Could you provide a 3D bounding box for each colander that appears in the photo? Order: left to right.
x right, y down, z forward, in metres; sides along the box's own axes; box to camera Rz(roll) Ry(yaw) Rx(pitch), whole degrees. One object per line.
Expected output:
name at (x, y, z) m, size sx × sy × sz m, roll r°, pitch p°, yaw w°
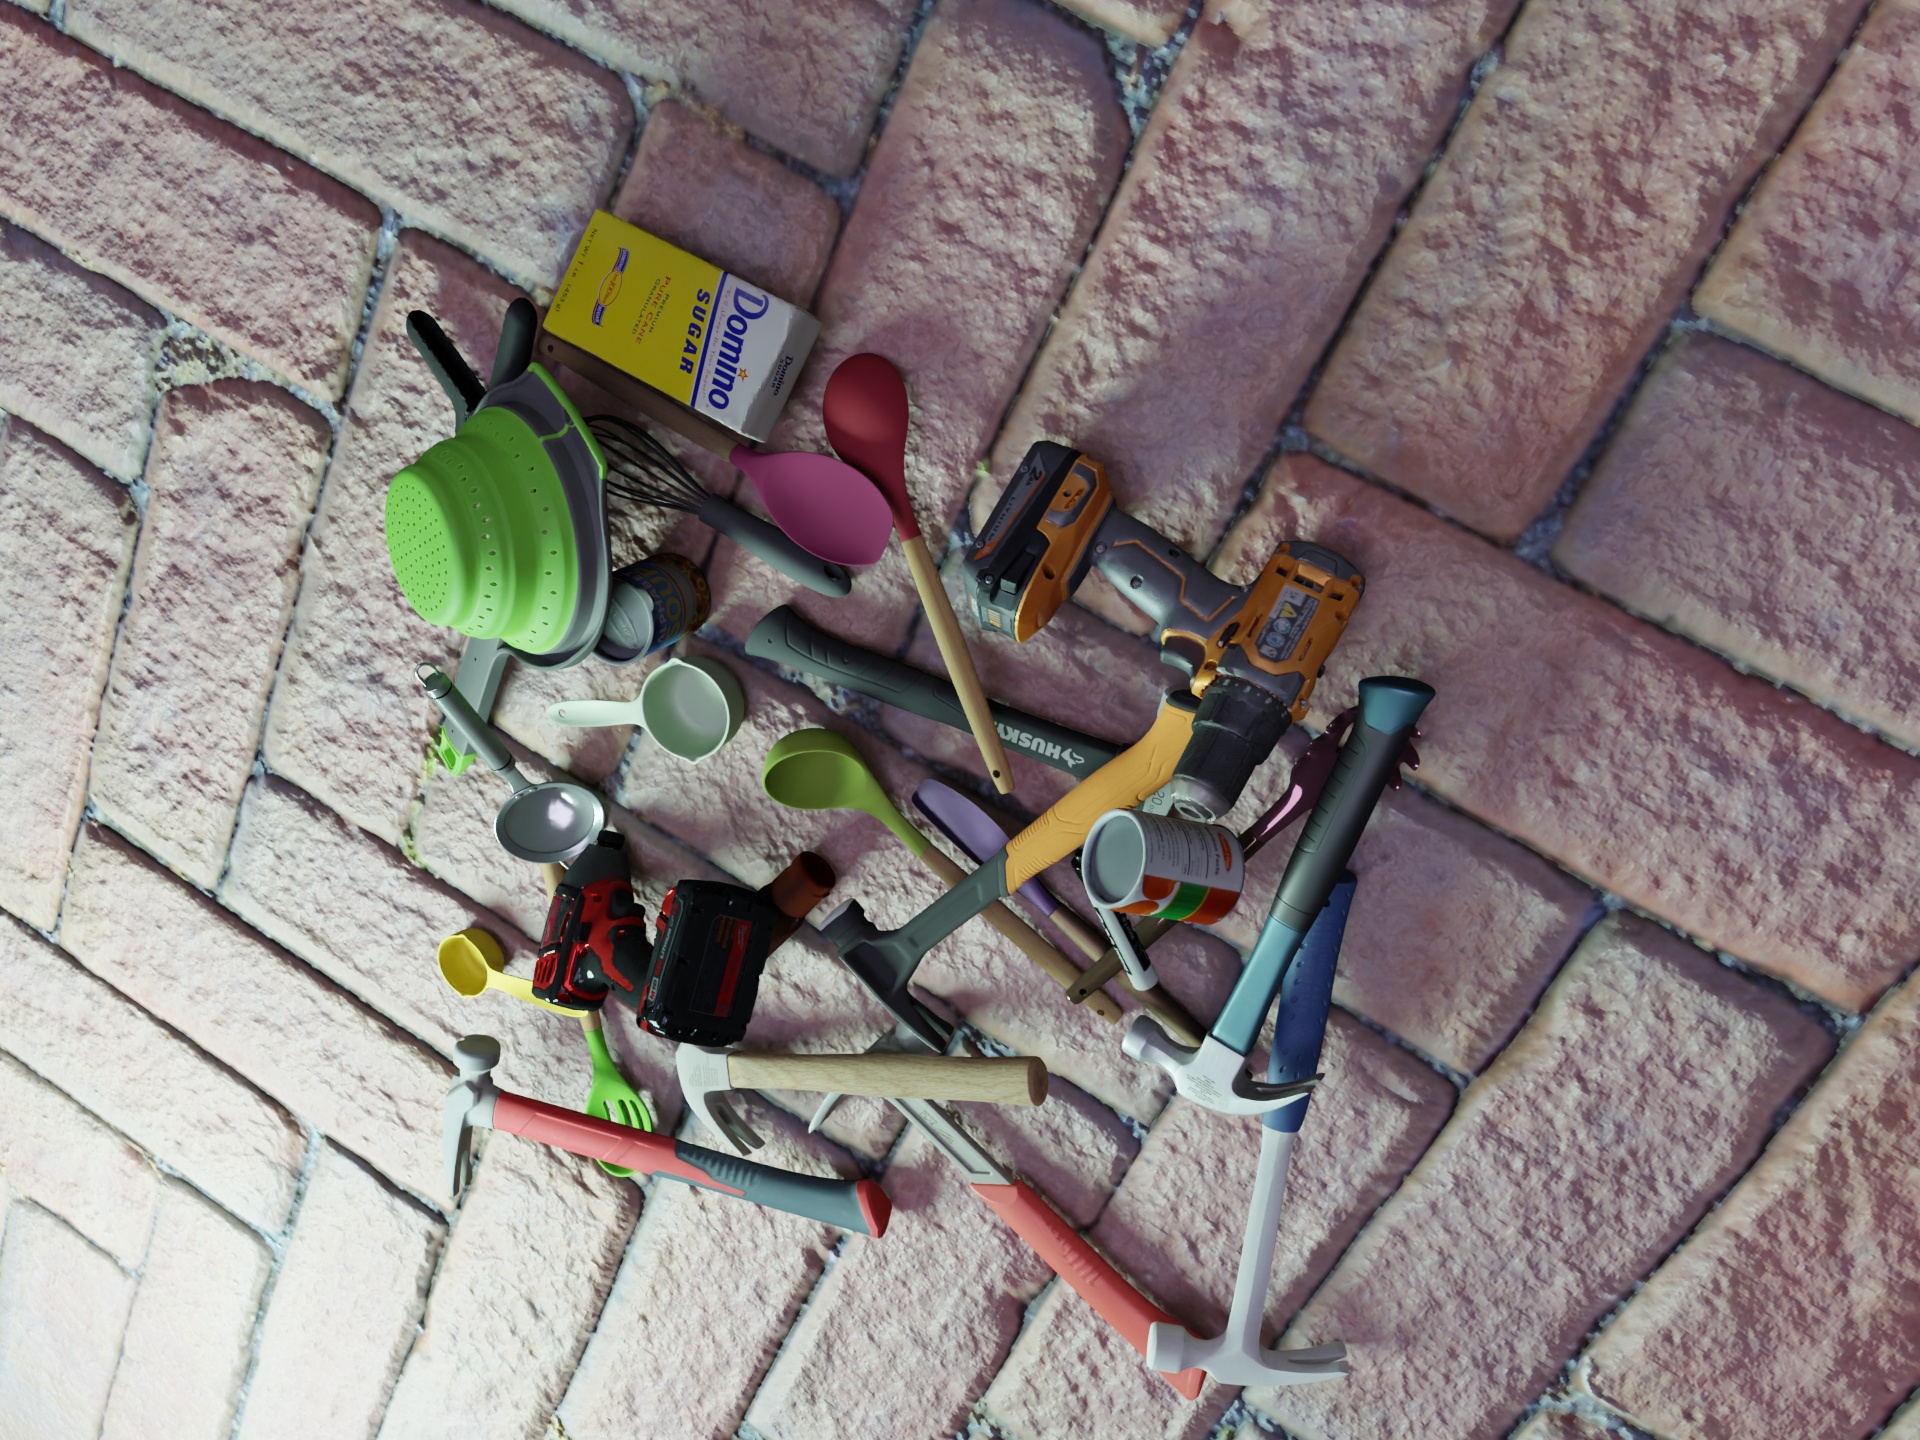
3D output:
colander at (-0.367, -0.077, 1.160) m, size 0.205 × 0.094 × 0.397 m, roll 54°, pitch 136°, yaw 21°

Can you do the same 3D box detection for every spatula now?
spatula at (0.088, 0.152, 1.141) m, size 0.316 × 0.018 × 0.059 m, roll 42°, pitch 145°, yaw 3°

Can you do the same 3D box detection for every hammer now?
hammer at (-0.247, 0.375, 1.316) m, size 0.386 × 0.038 × 0.143 m, roll 13°, pitch 107°, yaw 10°
hammer at (-0.083, 0.272, 1.211) m, size 0.331 × 0.031 × 0.130 m, roll -5°, pitch 94°, yaw 31°
hammer at (-0.002, -0.004, 1.120) m, size 0.335 × 0.035 × 0.146 m, roll 21°, pitch 113°, yaw 15°
hammer at (0.048, 0.389, 1.230) m, size 0.359 × 0.037 × 0.149 m, roll 44°, pitch 118°, yaw 4°
hammer at (0.054, 0.096, 1.086) m, size 0.337 × 0.034 × 0.127 m, roll -41°, pitch 93°, yaw 26°
hammer at (0.229, 0.294, 1.113) m, size 0.144 × 0.035 × 0.405 m, roll 7°, pitch 108°, yaw 4°
hammer at (0.215, 0.116, 1.020) m, size 0.128 × 0.033 × 0.331 m, roll 30°, pitch 116°, yaw 23°

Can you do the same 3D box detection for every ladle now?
ladle at (-0.024, -0.098, 1.077) m, size 0.069 × 0.031 × 0.315 m, roll -20°, pitch 92°, yaw 31°
ladle at (-0.011, 0.119, 1.154) m, size 0.320 × 0.062 × 0.078 m, roll 41°, pitch 134°, yaw 2°

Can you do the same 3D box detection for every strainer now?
strainer at (-0.346, 0.035, 1.218) m, size 0.087 × 0.050 × 0.258 m, roll -25°, pitch 140°, yaw -1°

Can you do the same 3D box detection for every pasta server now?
pasta server at (0.179, 0.097, 1.064) m, size 0.060 × 0.040 × 0.316 m, roll 42°, pitch 113°, yaw -5°

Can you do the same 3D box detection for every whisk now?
whisk at (-0.181, -0.151, 1.139) m, size 0.239 × 0.055 × 0.055 m, roll 30°, pitch 116°, yaw 7°

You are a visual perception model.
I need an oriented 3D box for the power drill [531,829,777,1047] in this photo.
power drill at (-0.241, 0.162, 1.207) m, size 0.220 × 0.078 × 0.143 m, roll 5°, pitch 78°, yaw 47°

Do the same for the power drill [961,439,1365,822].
power drill at (0.112, -0.056, 0.987) m, size 0.226 × 0.084 × 0.185 m, roll 26°, pitch 75°, yaw 13°

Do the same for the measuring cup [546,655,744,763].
measuring cup at (-0.240, -0.011, 1.215) m, size 0.167 × 0.038 × 0.083 m, roll -1°, pitch 107°, yaw 25°

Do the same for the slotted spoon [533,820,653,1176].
slotted spoon at (-0.312, 0.234, 1.333) m, size 0.070 × 0.031 × 0.313 m, roll -6°, pitch 103°, yaw 24°

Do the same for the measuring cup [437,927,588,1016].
measuring cup at (-0.373, 0.217, 1.346) m, size 0.156 × 0.029 × 0.062 m, roll 15°, pitch 113°, yaw 20°

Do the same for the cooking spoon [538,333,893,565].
cooking spoon at (-0.176, -0.199, 1.114) m, size 0.319 × 0.017 × 0.068 m, roll 31°, pitch 115°, yaw 18°
